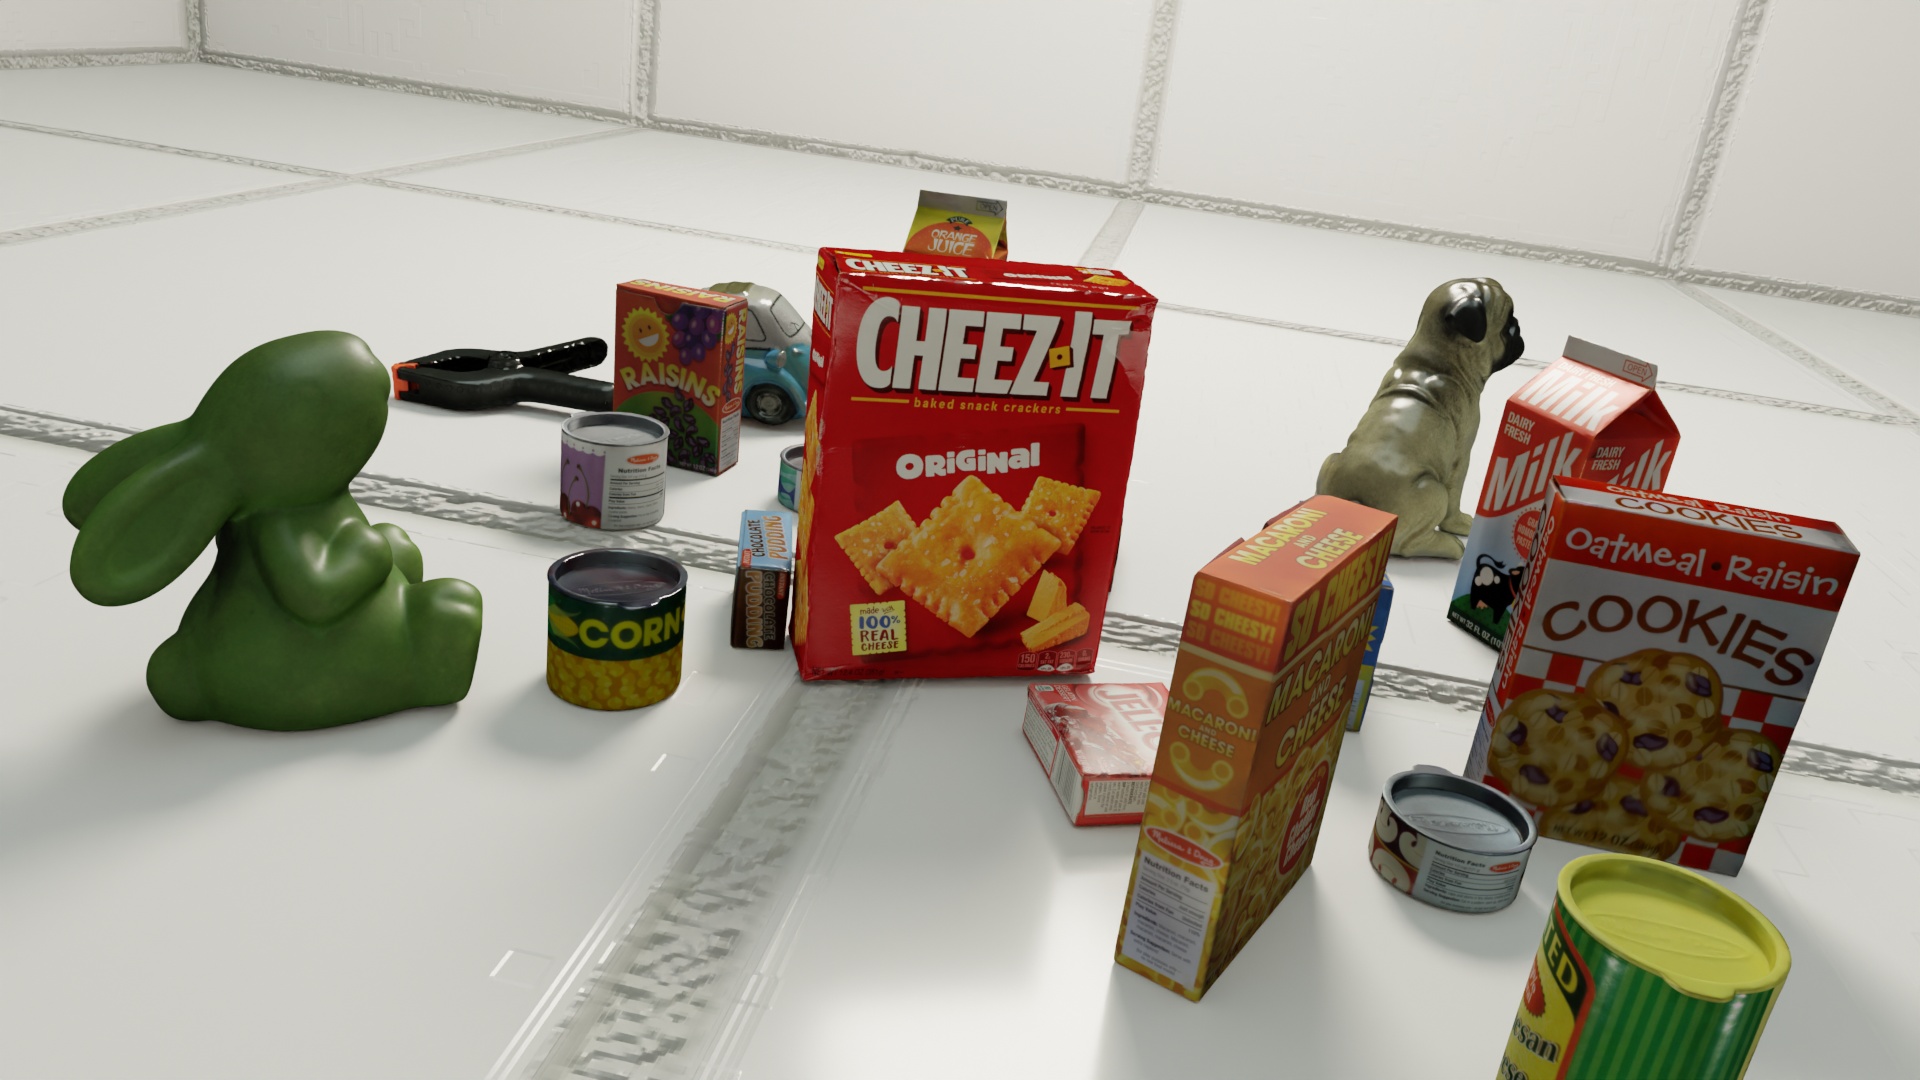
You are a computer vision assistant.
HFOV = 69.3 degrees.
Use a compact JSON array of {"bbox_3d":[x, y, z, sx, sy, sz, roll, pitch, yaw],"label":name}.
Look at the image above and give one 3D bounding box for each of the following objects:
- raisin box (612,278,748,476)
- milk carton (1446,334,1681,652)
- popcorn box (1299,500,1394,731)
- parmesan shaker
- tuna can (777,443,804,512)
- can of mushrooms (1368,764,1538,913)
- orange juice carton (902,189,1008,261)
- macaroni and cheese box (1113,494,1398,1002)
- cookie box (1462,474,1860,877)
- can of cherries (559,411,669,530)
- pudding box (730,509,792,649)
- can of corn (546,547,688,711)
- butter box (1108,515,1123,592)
[{"bbox_3d":[-0.199,-0.116,0.979,0.086,0.123,0.040,13,22,15],"label":"raisin box"},{"bbox_3d":[0.369,-0.024,0.844,0.073,0.189,0.072,-2,23,-24],"label":"milk carton"},{"bbox_3d":[0.206,0.038,0.777,0.038,0.085,0.127,9,21,4],"label":"popcorn box"},{"bbox_3d":[0.211,0.163,0.441,0.071,0.102,0.071,6,21,-2],"label":"parmesan shaker"},{"bbox_3d":[-0.092,-0.042,0.953,0.071,0.032,0.071,6,21,-2],"label":"tuna can"},{"bbox_3d":[0.217,0.131,0.616,0.071,0.033,0.071,6,21,-2],"label":"can of mushrooms"},{"bbox_3d":[-0.009,-0.179,1.105,0.072,0.191,0.073,11,21,8],"label":"orange juice carton"},{"bbox_3d":[0.116,0.076,0.543,0.040,0.165,0.124,19,24,28],"label":"macaroni and cheese box"},{"bbox_3d":[0.316,0.062,0.641,0.123,0.166,0.040,11,21,9],"label":"cookie box"},{"bbox_3d":[-0.221,-0.045,0.883,0.071,0.058,0.072,6,21,-2],"label":"can of cherries"},{"bbox_3d":[-0.109,0.020,0.767,0.030,0.049,0.084,4,22,-8],"label":"pudding box"},{"bbox_3d":[-0.167,0.044,0.677,0.071,0.058,0.071,6,21,-2],"label":"can of corn"},{"bbox_3d":[0.092,-0.010,0.905,0.024,0.053,0.104,9,21,5],"label":"butter box"}]
